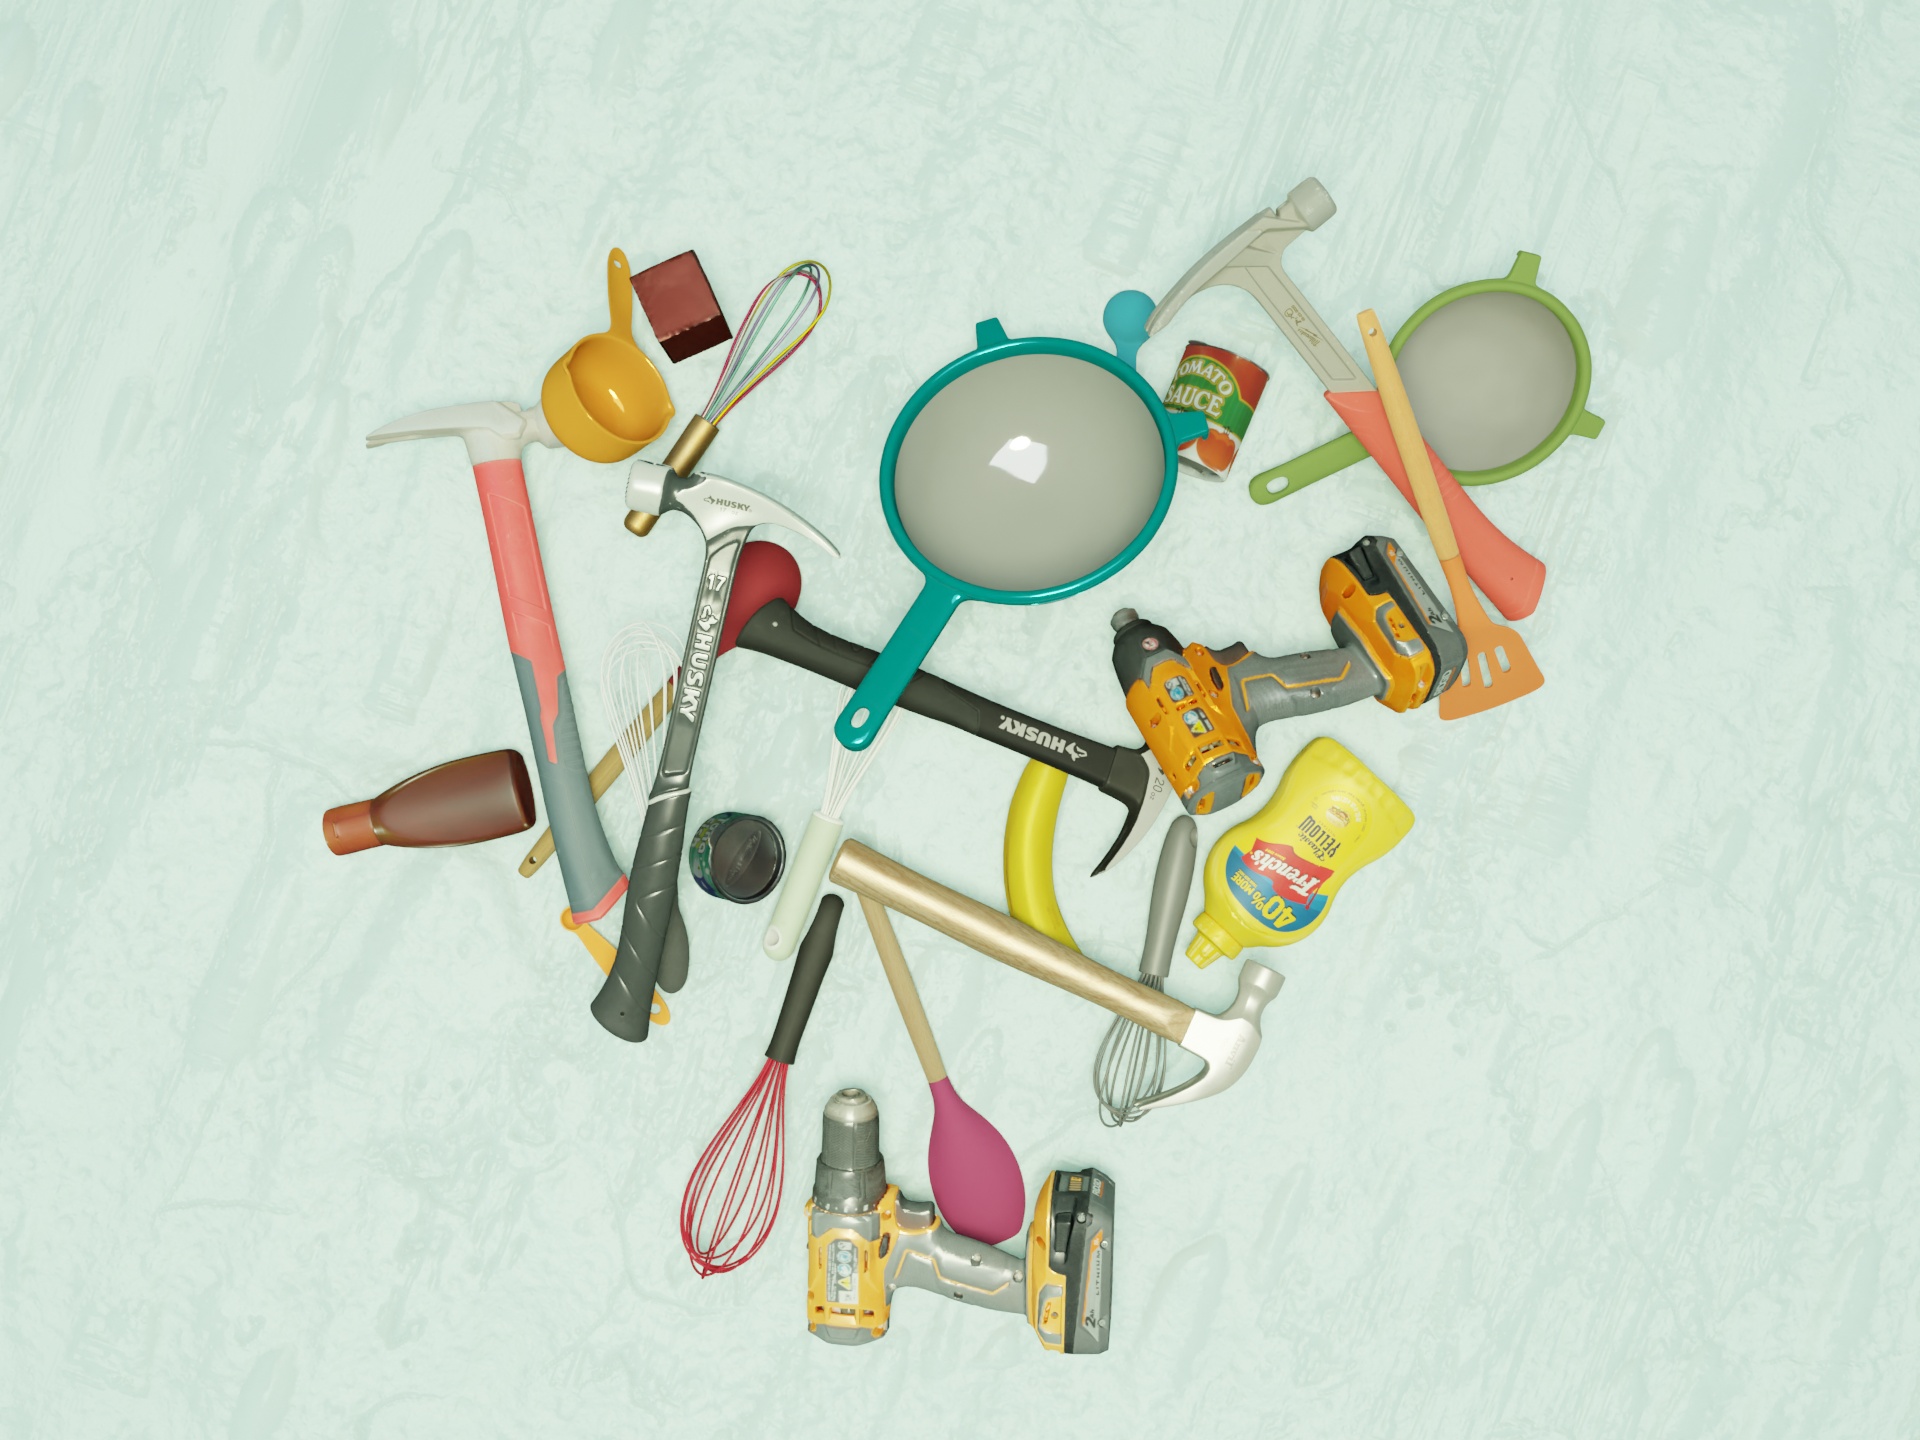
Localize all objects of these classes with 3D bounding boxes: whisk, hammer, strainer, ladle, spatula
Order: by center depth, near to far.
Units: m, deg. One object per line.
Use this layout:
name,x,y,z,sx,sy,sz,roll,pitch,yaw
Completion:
hammer,-0.193,0.034,1.109,0.149,0.036,0.409,12,102,-7
spatula,0.338,-0.141,1.133,0.081,0.041,0.322,-21,109,11
hammer,0.295,-0.201,1.137,0.149,0.037,0.358,-39,109,16
strainer,0.019,-0.111,1.138,0.211,0.095,0.340,29,78,19
hammer,-0.002,-0.004,1.148,0.334,0.035,0.146,22,72,-8
hammer,0.058,0.173,1.148,0.331,0.031,0.130,25,85,4
hammer,-0.322,-0.040,1.157,0.143,0.038,0.386,-12,88,-20
whisk,-0.222,0.066,1.164,0.070,0.070,0.284,-3,102,0
whisk,-0.140,0.270,1.179,0.073,0.073,0.296,19,85,0
strainer,0.332,-0.232,1.182,0.256,0.069,0.151,-25,113,17
whisk,-0.174,-0.239,1.185,0.047,0.051,0.245,35,93,-6
whisk,0.142,0.187,1.186,0.055,0.055,0.239,13,86,0
whisk,-0.095,0.065,1.187,0.058,0.059,0.246,24,95,36
ladle,-0.231,-0.006,1.194,0.069,0.031,0.315,39,92,0

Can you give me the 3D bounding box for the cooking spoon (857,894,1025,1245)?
cooking spoon,-0.027,0.246,1.198,0.069,0.017,0.319,-21,91,0

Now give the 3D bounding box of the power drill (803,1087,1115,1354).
power drill,-0.002,0.364,1.156,0.226,0.084,0.185,2,98,7

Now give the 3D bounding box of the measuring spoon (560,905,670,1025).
measuring spoon,-0.260,0.185,1.203,0.021,0.011,0.117,-41,94,0

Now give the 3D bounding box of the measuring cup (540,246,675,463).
measuring cup,-0.266,-0.270,1.179,0.052,0.095,0.174,-27,59,39

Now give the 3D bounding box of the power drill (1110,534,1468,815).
power drill,0.225,-0.046,1.142,0.226,0.084,0.164,-24,64,-9

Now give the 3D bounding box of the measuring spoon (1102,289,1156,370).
measuring spoon,0.124,-0.262,1.194,0.042,0.021,0.128,6,89,0
